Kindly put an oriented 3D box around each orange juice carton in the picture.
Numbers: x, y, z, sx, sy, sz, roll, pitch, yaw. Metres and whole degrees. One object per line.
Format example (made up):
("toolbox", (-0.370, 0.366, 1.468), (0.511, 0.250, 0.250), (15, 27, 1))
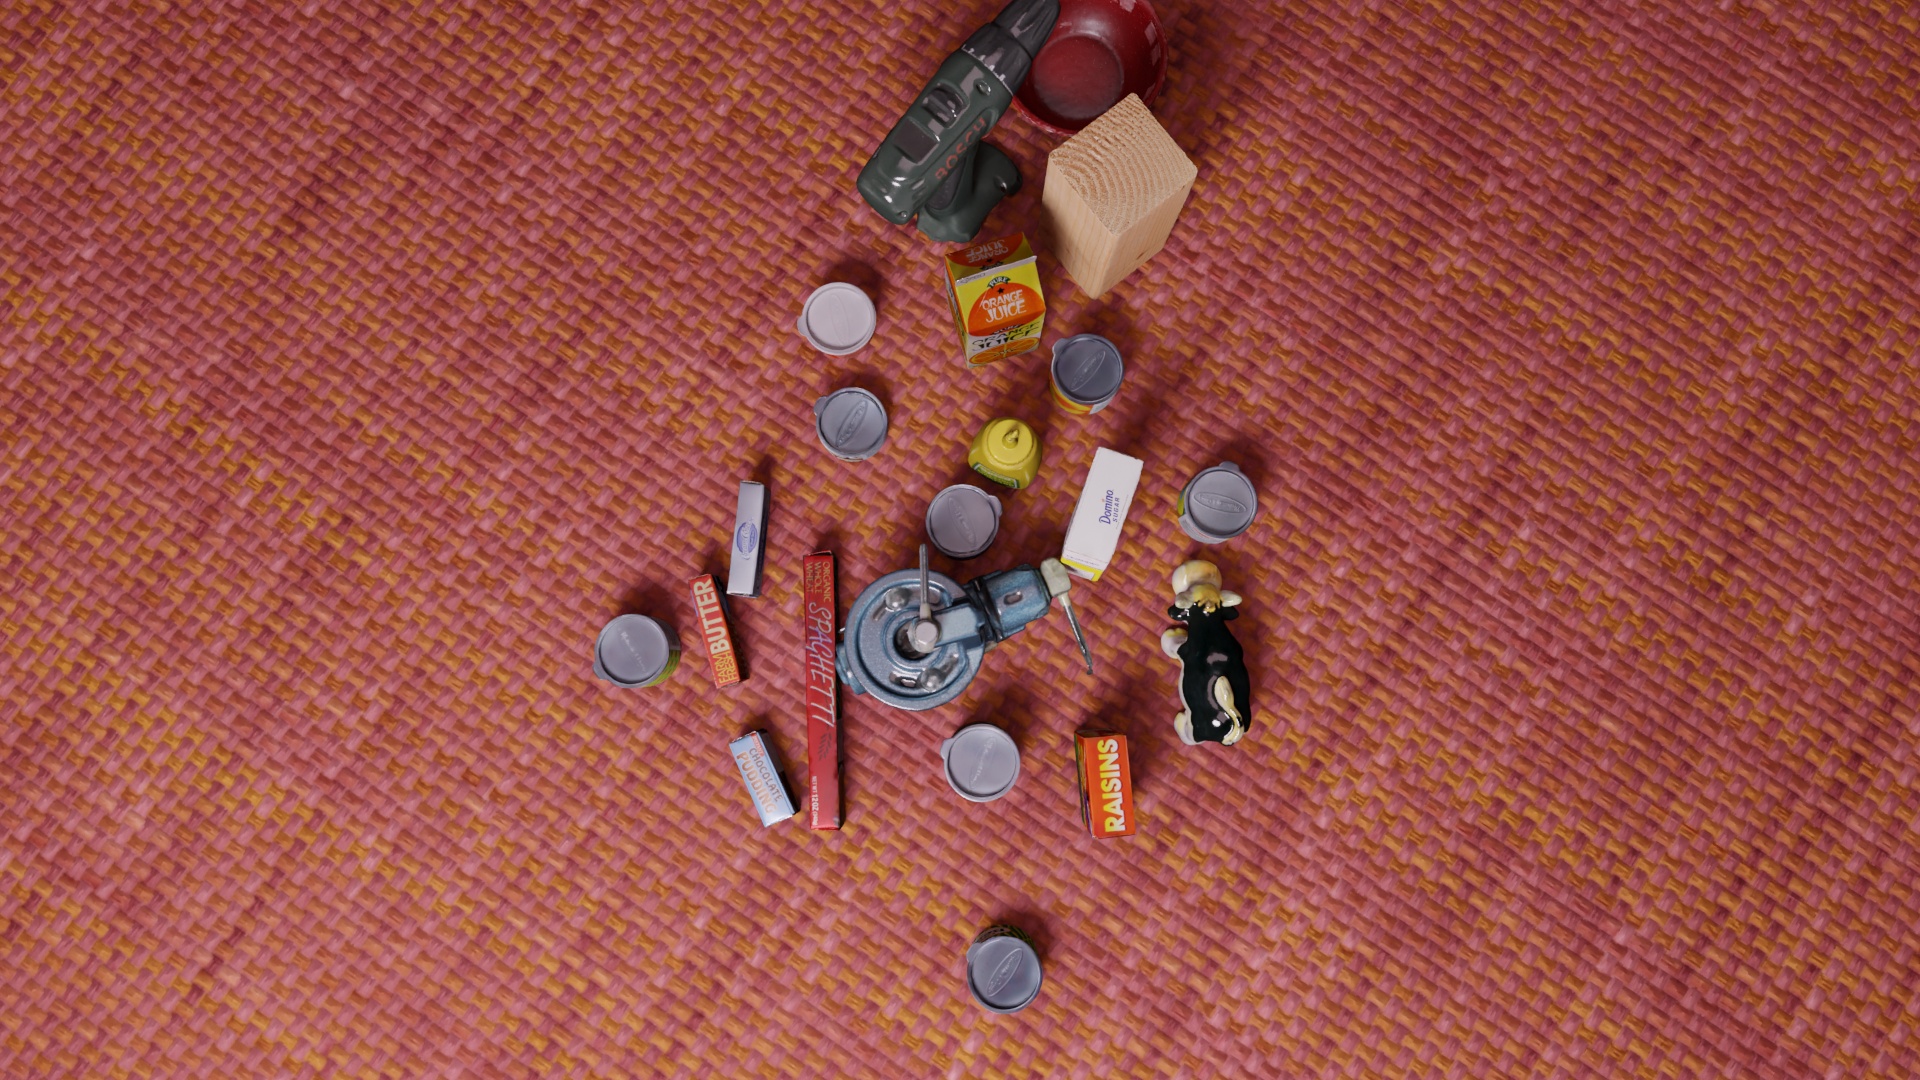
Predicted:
("orange juice carton", (0.030, -0.213, 1.221), (0.072, 0.192, 0.073), (-16, 85, -1))

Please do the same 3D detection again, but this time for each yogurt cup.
("yogurt cup", (-0.111, -0.201, 1.290), (0.072, 0.054, 0.072), (0, 85, 0))

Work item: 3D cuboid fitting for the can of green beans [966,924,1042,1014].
("can of green beans", (0.039, 0.378, 1.230), (0.071, 0.058, 0.071), (0, 85, 0))

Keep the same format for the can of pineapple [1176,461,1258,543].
("can of pineapple", (0.235, -0.033, 1.270), (0.071, 0.058, 0.071), (0, 85, 0))

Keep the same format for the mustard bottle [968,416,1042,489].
("mustard bottle", (0.041, -0.080, 1.224), (0.065, 0.160, 0.049), (23, 86, 2))

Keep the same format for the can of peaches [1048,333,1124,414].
("can of peaches", (0.114, -0.154, 1.283), (0.071, 0.058, 0.071), (0, 85, 0))

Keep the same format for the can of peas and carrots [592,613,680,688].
("can of peas and carrots", (-0.293, 0.102, 1.259), (0.071, 0.058, 0.071), (0, 85, 0))

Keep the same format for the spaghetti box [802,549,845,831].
("spaghetti box", (-0.123, 0.134, 1.259), (0.029, 0.050, 0.250), (-2, 84, 0))

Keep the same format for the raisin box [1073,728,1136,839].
("raisin box", (0.124, 0.209, 1.214), (0.040, 0.123, 0.086), (-4, 85, 0))

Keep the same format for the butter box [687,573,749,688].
("butter box", (-0.220, 0.083, 1.263), (0.024, 0.053, 0.103), (-16, 85, -1))

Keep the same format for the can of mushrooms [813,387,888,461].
("can of mushrooms", (-0.102, -0.109, 1.291), (0.071, 0.033, 0.071), (0, 84, 0))

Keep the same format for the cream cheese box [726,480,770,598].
("cream cheese box", (-0.193, 0.000, 1.271), (0.024, 0.053, 0.104), (5, 85, 1))

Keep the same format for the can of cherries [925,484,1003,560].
("can of cherries", (0.005, -0.016, 1.269), (0.071, 0.058, 0.071), (0, 85, 0))

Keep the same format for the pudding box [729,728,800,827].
("pudding box", (-0.175, 0.213, 1.252), (0.030, 0.049, 0.084), (-25, 85, -2))

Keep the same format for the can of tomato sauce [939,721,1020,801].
("can of tomato sauce", (0.017, 0.195, 1.236), (0.071, 0.083, 0.071), (0, 85, 0))
